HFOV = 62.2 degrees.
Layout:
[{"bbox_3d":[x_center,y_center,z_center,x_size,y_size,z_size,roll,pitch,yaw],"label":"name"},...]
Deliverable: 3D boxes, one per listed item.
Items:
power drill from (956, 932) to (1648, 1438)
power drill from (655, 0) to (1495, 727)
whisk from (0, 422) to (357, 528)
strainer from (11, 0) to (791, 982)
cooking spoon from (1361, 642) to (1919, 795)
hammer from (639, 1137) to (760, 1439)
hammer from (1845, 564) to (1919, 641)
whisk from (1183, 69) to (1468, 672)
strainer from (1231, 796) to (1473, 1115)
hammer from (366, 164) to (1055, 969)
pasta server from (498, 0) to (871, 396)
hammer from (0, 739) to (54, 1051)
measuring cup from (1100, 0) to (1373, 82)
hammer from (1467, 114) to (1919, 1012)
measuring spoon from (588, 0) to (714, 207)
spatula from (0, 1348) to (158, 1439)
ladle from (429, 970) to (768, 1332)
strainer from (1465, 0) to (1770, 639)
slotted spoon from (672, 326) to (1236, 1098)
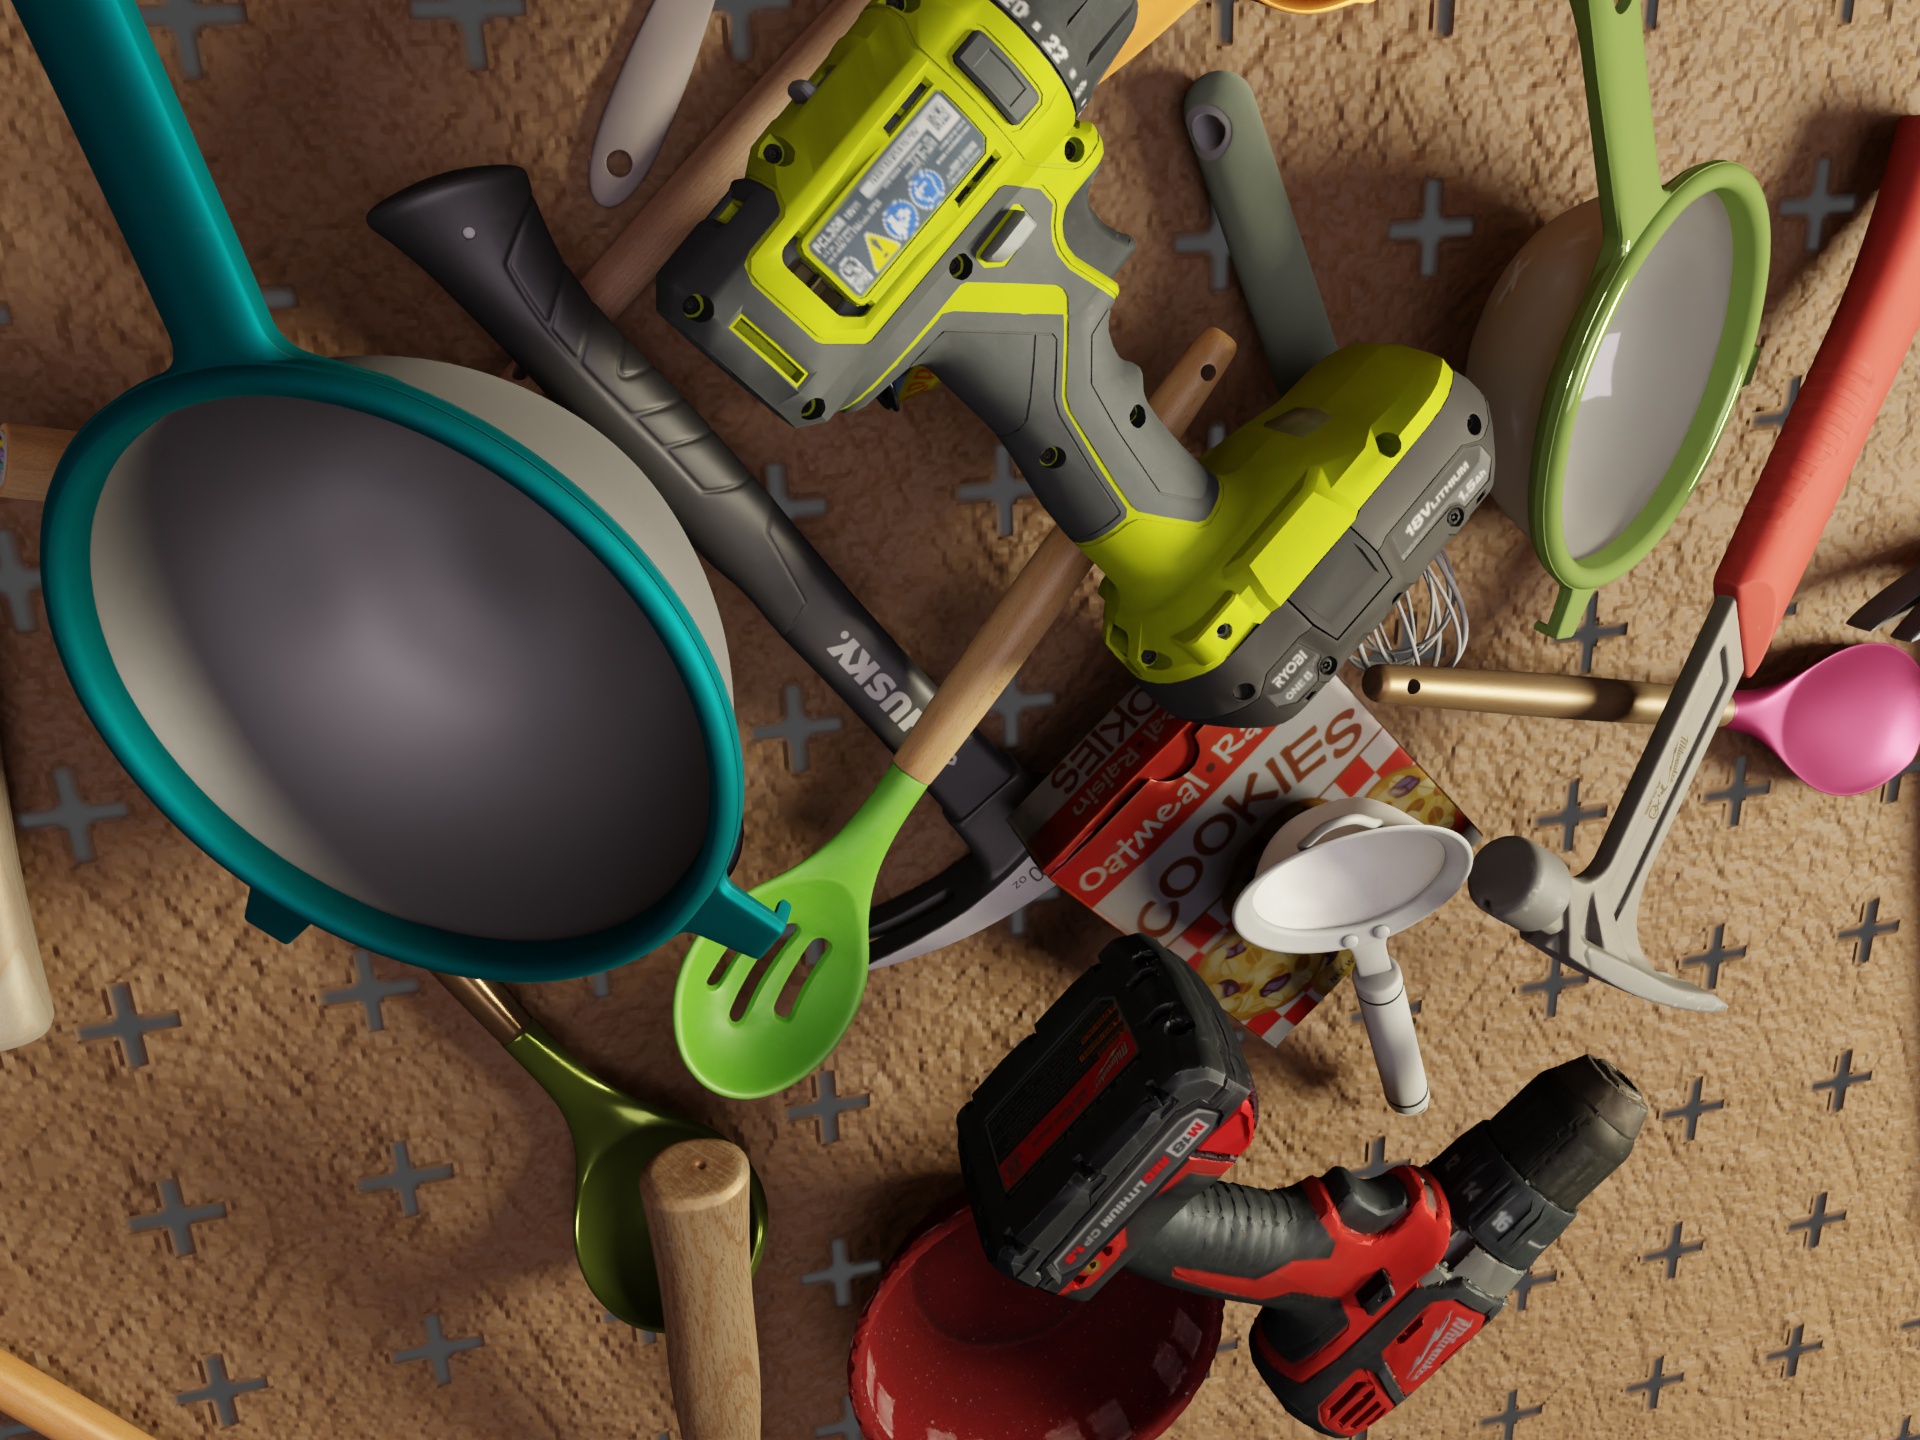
[{"bbox_3d":[0.133,0.167,0.594,0.226,0.080,0.188,33,107,-26],"label":"power drill"},{"bbox_3d":[0.052,-0.123,0.470,0.228,0.080,0.190,40,92,-26],"label":"power drill"},{"bbox_3d":[-0.291,-0.078,0.442,0.244,0.051,0.047,2,104,-41],"label":"whisk"},{"bbox_3d":[-0.164,-0.079,0.446,0.211,0.095,0.340,-1,124,18],"label":"strainer"},{"bbox_3d":[0.291,-0.007,0.647,0.318,0.017,0.068,3,101,-26],"label":"cooking spoon"},{"bbox_3d":[-0.090,0.272,0.616,0.130,0.031,0.331,-8,130,-14],"label":"hammer"},{"bbox_3d":[0.481,0.097,0.740,0.143,0.038,0.386,-21,114,-14],"label":"hammer"},{"bbox_3d":[0.133,-0.116,0.583,0.059,0.058,0.246,-40,115,-36],"label":"whisk"},{"bbox_3d":[0.158,0.095,0.616,0.087,0.050,0.258,-18,137,9],"label":"strainer"},{"bbox_3d":[-0.066,-0.047,0.545,0.146,0.035,0.334,-41,119,3],"label":"hammer"},{"bbox_3d":[-0.044,-0.217,0.502,0.316,0.040,0.060,-46,80,7],"label":"pasta server"},{"bbox_3d":[-0.319,-0.086,0.481,0.146,0.038,0.410,-5,111,-14],"label":"hammer"},{"bbox_3d":[0.070,-0.248,0.503,0.173,0.052,0.095,-38,132,1],"label":"measuring cup"},{"bbox_3d":[0.317,-0.065,0.612,0.149,0.037,0.359,25,90,-34],"label":"hammer"},{"bbox_3d":[-0.089,-0.220,0.500,0.034,0.018,0.124,22,103,-20],"label":"measuring spoon"},{"bbox_3d":[-0.298,0.304,0.622,0.322,0.041,0.081,45,65,-21],"label":"spatula"},{"bbox_3d":[-0.178,0.099,0.573,0.078,0.062,0.320,-34,111,4],"label":"ladle"},{"bbox_3d":[0.203,-0.156,0.534,0.151,0.069,0.256,-51,140,-13],"label":"strainer"},{"bbox_3d":[-0.001,-0.002,0.552,0.070,0.031,0.314,32,98,-27],"label":"slotted spoon"}]
